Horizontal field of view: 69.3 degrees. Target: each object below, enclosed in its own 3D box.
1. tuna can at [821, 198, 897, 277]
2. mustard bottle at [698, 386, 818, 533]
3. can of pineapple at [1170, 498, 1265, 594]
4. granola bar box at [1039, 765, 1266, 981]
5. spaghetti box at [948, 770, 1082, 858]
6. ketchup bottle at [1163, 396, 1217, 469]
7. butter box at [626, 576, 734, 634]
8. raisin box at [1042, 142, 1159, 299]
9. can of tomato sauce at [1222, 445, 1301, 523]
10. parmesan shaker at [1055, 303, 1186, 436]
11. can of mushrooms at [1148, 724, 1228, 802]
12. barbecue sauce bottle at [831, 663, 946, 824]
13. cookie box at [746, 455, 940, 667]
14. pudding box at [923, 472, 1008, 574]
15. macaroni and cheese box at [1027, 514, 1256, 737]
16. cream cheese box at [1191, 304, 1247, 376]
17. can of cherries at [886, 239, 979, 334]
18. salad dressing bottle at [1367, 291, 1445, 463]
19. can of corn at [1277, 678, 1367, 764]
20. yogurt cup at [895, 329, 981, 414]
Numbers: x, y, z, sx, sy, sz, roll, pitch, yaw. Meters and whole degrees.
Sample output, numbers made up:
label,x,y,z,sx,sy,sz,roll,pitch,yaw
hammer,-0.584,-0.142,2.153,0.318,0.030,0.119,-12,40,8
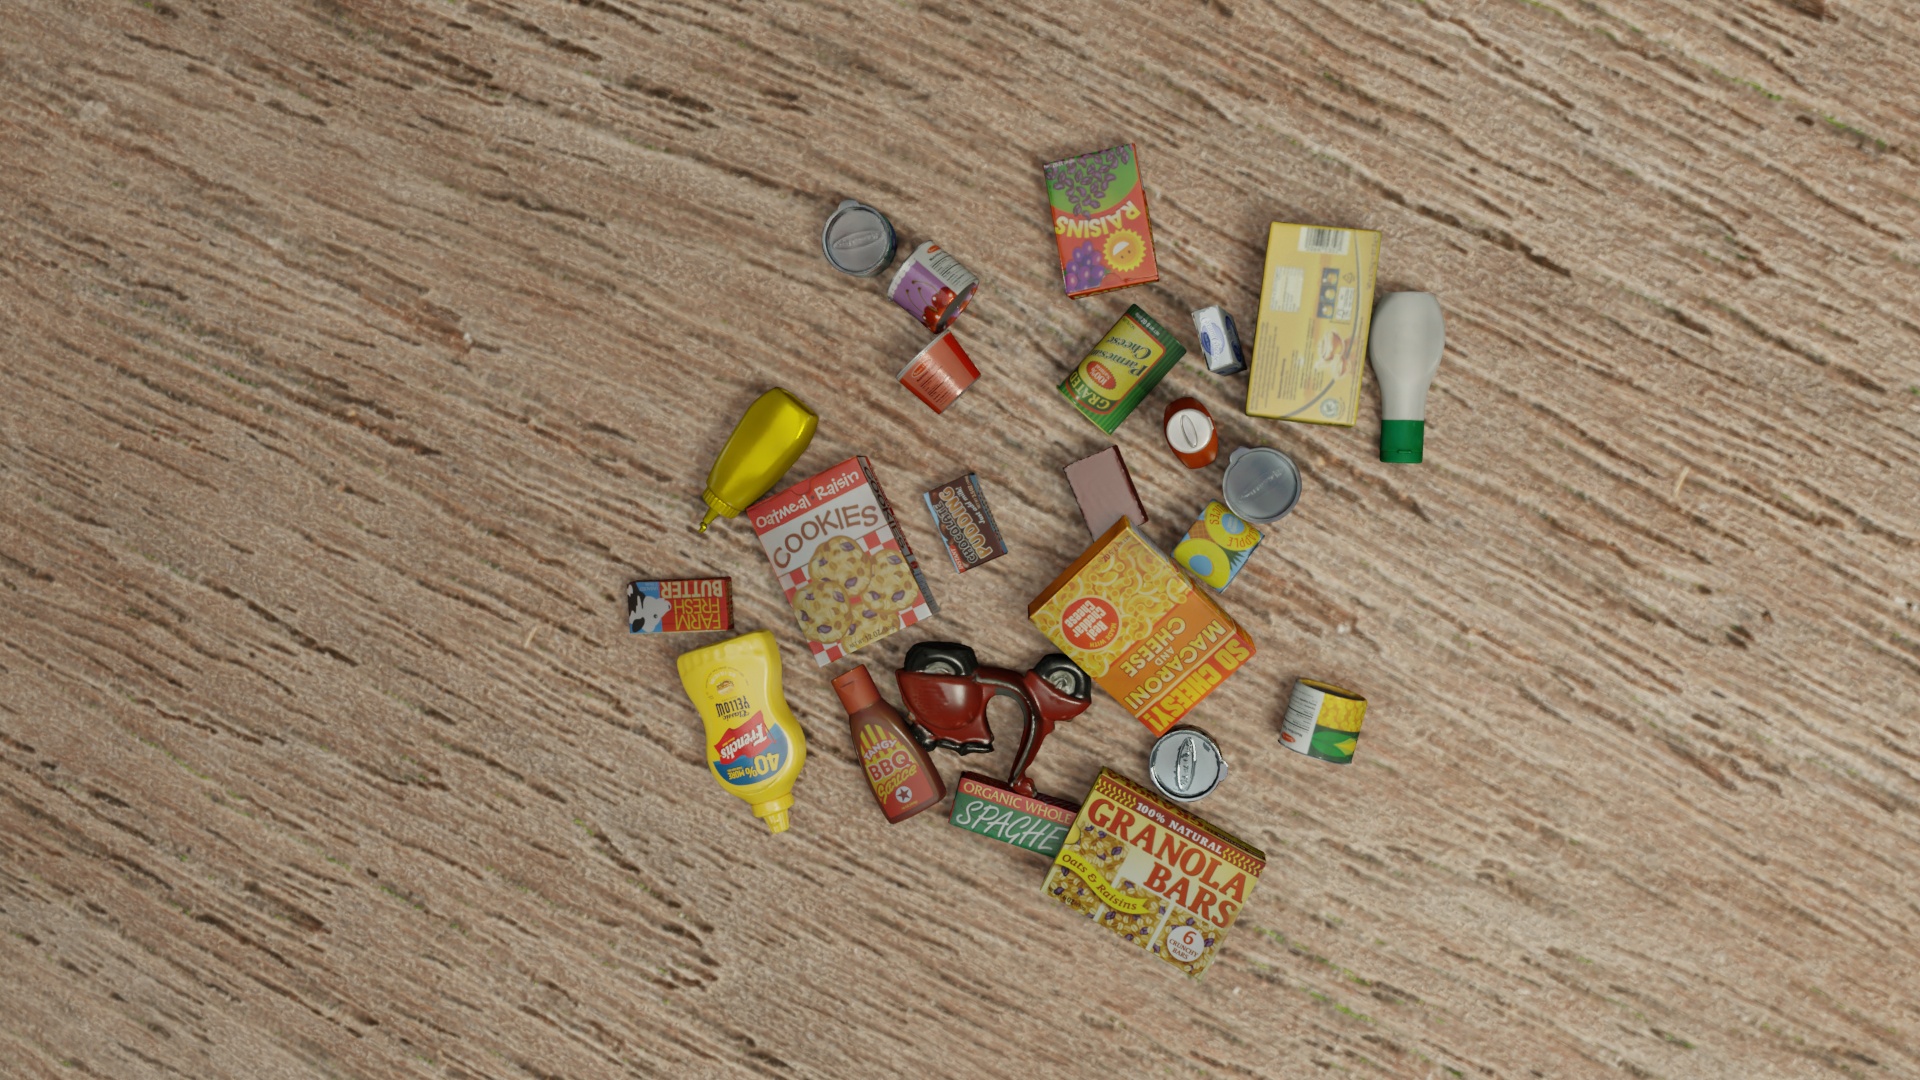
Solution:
label,x,y,z,sx,sy,sz,roll,pitch,yaw
tuna can,-0.095,-0.283,1.305,0.071,0.033,0.071,1,93,11
mustard bottle,-0.203,-0.071,1.329,0.065,0.049,0.160,41,100,7
can of pineapple,0.229,0.004,1.237,0.058,0.071,0.071,37,99,7
granola bar box,0.172,0.298,1.247,0.166,0.039,0.124,27,97,8
spaghetti box,0.112,0.275,1.294,0.250,0.029,0.050,16,95,10
ketchup bottle,0.199,-0.094,1.197,0.043,0.149,0.064,-20,89,10
butter box,-0.274,0.064,1.362,0.103,0.024,0.053,-3,93,12
raisin box,0.128,-0.287,1.257,0.086,0.040,0.123,-10,92,11
can of tomato sauce,0.263,-0.051,1.220,0.071,0.083,0.071,1,93,11
parmesan shaker,0.143,-0.155,1.248,0.071,0.071,0.103,43,100,6
can of mushrooms,0.209,0.204,1.269,0.071,0.033,0.071,1,92,11
barbecue sauce bottle,-0.073,0.190,1.319,0.065,0.044,0.148,-29,87,12
cookie box,-0.112,0.019,1.319,0.123,0.040,0.167,-26,88,11
pudding box,0.005,-0.016,1.300,0.049,0.030,0.083,-23,88,12
macaroni and cheese box,0.162,0.078,1.243,0.166,0.040,0.123,43,105,-12
cream cheese box,0.226,-0.173,1.211,0.024,0.104,0.053,-16,89,19
can of cherries,-0.026,-0.231,1.279,0.058,0.071,0.071,40,100,6
salad dressing bottle,0.387,-0.141,1.212,0.064,0.044,0.147,2,94,8
can of corn,0.323,0.160,1.229,0.071,0.071,0.058,15,96,10
yogurt cup,-0.018,-0.153,1.281,0.072,0.072,0.054,-43,93,10
